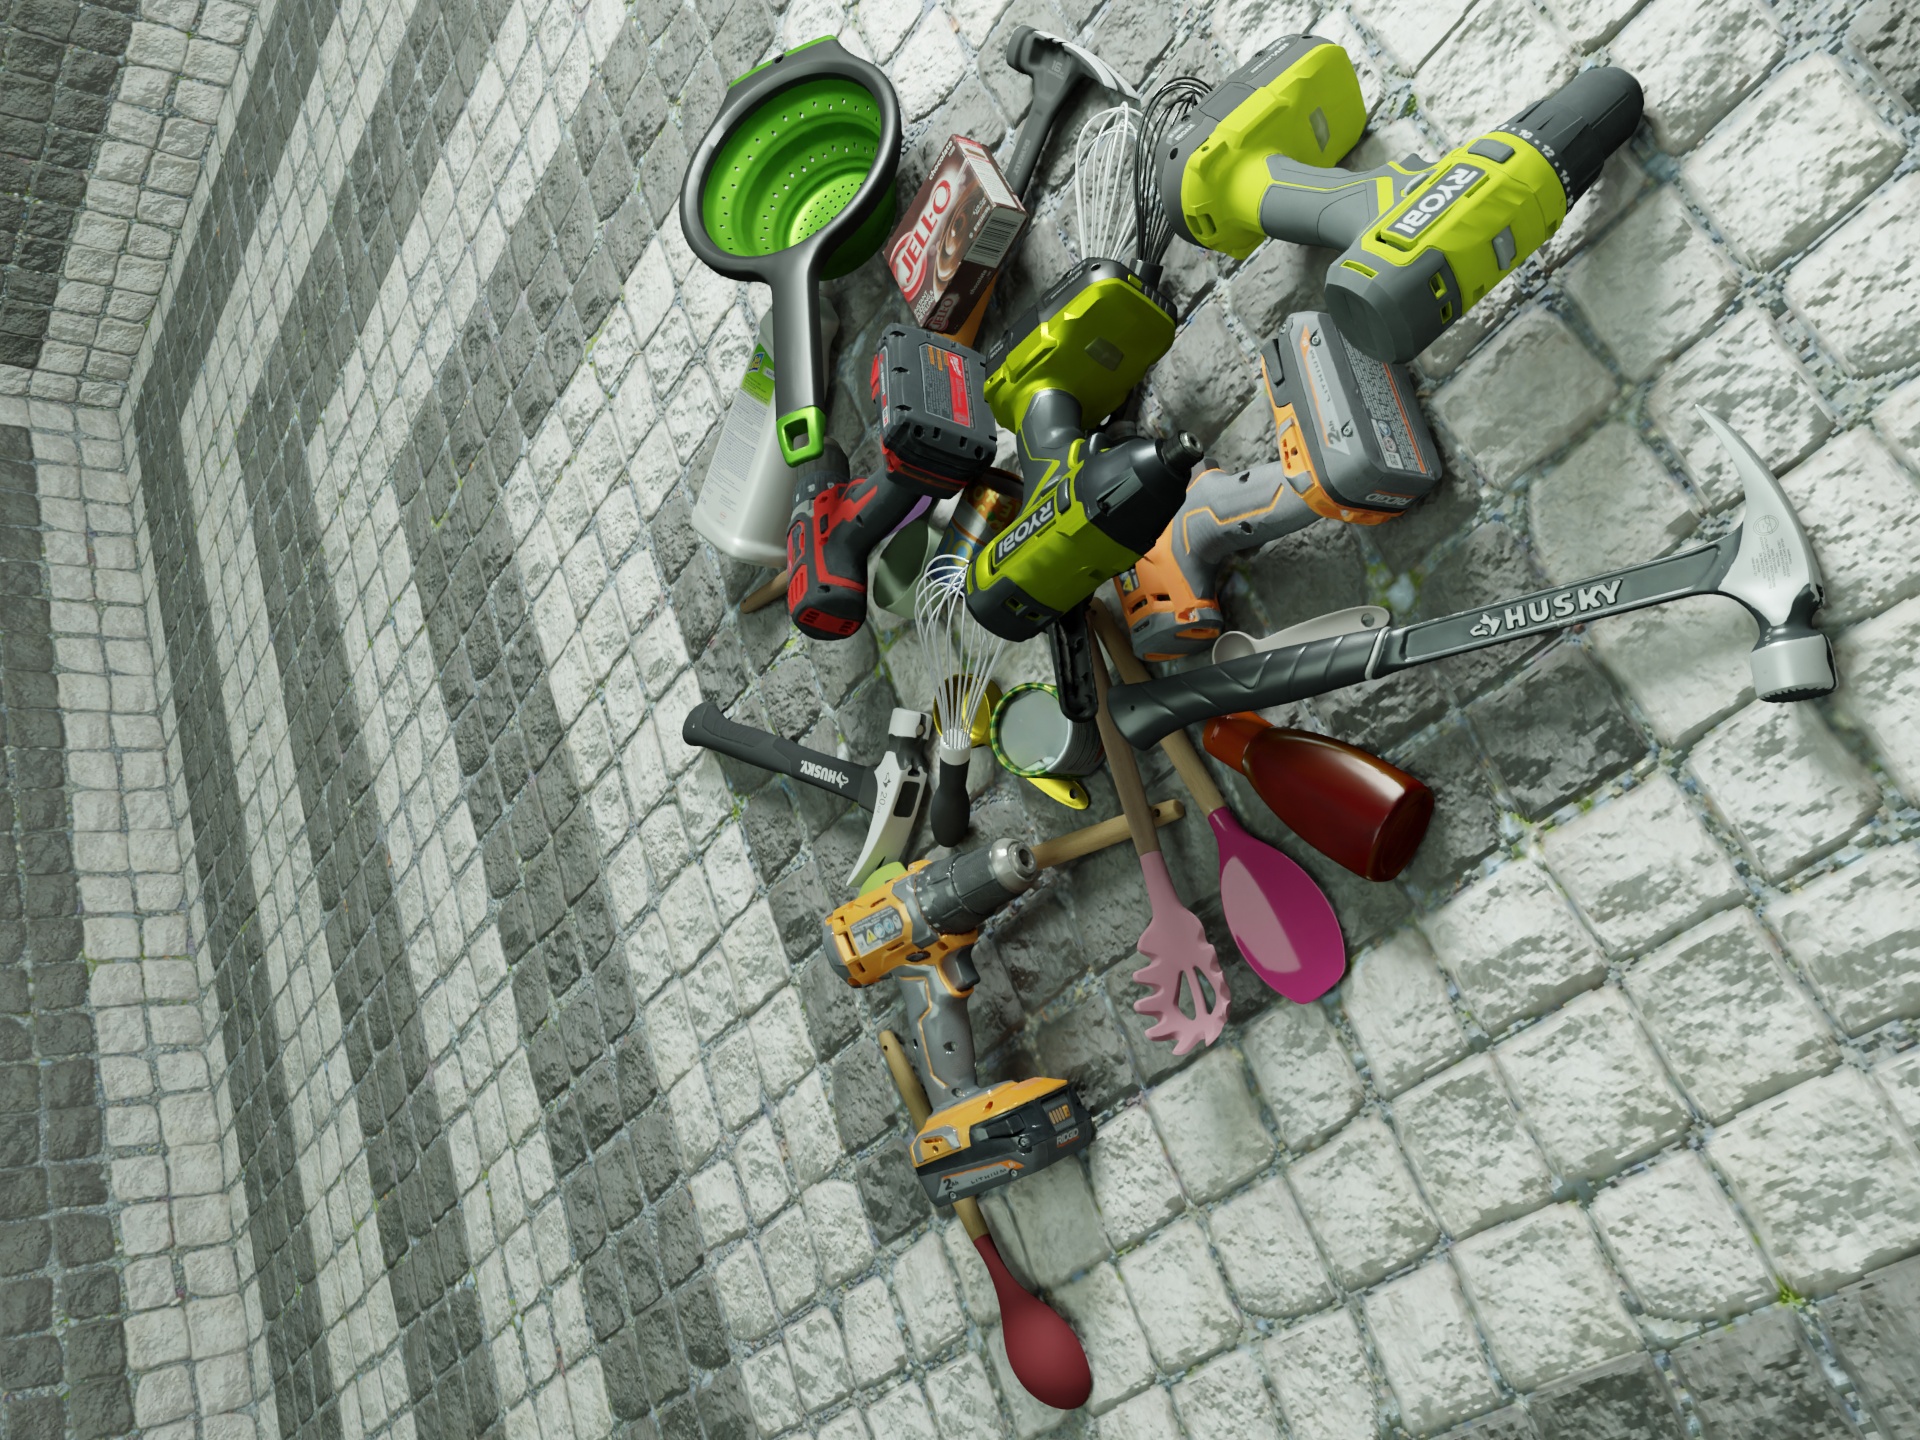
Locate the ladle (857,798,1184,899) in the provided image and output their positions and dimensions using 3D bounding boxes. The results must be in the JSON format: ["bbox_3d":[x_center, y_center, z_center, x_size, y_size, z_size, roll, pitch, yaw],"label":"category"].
[{"bbox_3d":[0.038,0.109,1.151,0.320,0.062,0.078,-24,67,39],"label":"ladle"}]

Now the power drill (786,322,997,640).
[{"bbox_3d":[-0.066,-0.191,1.191,0.226,0.080,0.188,-48,37,43],"label":"power drill"}]

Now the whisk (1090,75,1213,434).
[{"bbox_3d":[0.122,-0.306,1.065,0.055,0.055,0.239,33,116,45],"label":"whisk"}]

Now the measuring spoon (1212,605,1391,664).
[{"bbox_3d":[0.210,-0.050,0.975,0.124,0.018,0.034,-16,89,41],"label":"measuring spoon"}]

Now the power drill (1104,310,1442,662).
[{"bbox_3d":[0.169,-0.153,0.977,0.226,0.084,0.164,-35,62,47],"label":"power drill"}]

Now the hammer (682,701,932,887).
[{"bbox_3d":[-0.146,0.039,1.359,0.335,0.035,0.146,15,94,50],"label":"hammer"}]

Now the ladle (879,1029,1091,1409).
[{"bbox_3d":[0.006,0.360,1.177,0.069,0.031,0.316,-56,48,31],"label":"ladle"}]

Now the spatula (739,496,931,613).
[{"bbox_3d":[-0.106,-0.142,1.323,0.316,0.018,0.060,-24,42,52],"label":"spatula"}]

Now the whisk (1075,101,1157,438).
[{"bbox_3d":[0.093,-0.300,1.104,0.059,0.058,0.246,-110,28,-76],"label":"whisk"}]

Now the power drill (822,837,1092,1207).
[{"bbox_3d":[0.011,0.203,1.108,0.185,0.084,0.226,-32,75,35],"label":"power drill"}]

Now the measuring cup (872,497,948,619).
[{"bbox_3d":[-0.011,-0.154,1.223,0.167,0.038,0.083,-62,29,2],"label":"measuring cup"}]

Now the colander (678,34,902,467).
[{"bbox_3d":[-0.113,-0.353,1.254,0.204,0.094,0.397,-16,62,22],"label":"colander"}]

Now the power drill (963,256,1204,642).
[{"bbox_3d":[0.078,-0.174,0.975,0.171,0.080,0.223,-37,36,37],"label":"power drill"}]

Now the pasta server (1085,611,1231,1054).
[{"bbox_3d":[0.113,0.061,1.033,0.060,0.040,0.316,-24,67,23],"label":"pasta server"}]

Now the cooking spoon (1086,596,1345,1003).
[{"bbox_3d":[0.154,0.039,1.027,0.068,0.017,0.319,-47,55,29],"label":"cooking spoon"}]

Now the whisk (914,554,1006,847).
[{"bbox_3d":[-0.001,-0.003,1.116,0.070,0.070,0.284,54,153,36],"label":"whisk"}]

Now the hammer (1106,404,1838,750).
[{"bbox_3d":[0.248,-0.047,0.877,0.409,0.036,0.149,-15,75,41],"label":"hammer"}]

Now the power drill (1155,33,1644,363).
[{"bbox_3d":[0.234,-0.304,0.876,0.190,0.080,0.229,-42,44,-4],"label":"power drill"}]

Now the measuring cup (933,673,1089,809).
[{"bbox_3d":[0.043,0.018,1.161,0.157,0.029,0.062,37,117,31],"label":"measuring cup"}]

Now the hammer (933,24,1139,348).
[{"bbox_3d":[0.020,-0.337,1.193,0.127,0.034,0.336,47,122,41],"label":"hammer"}]
